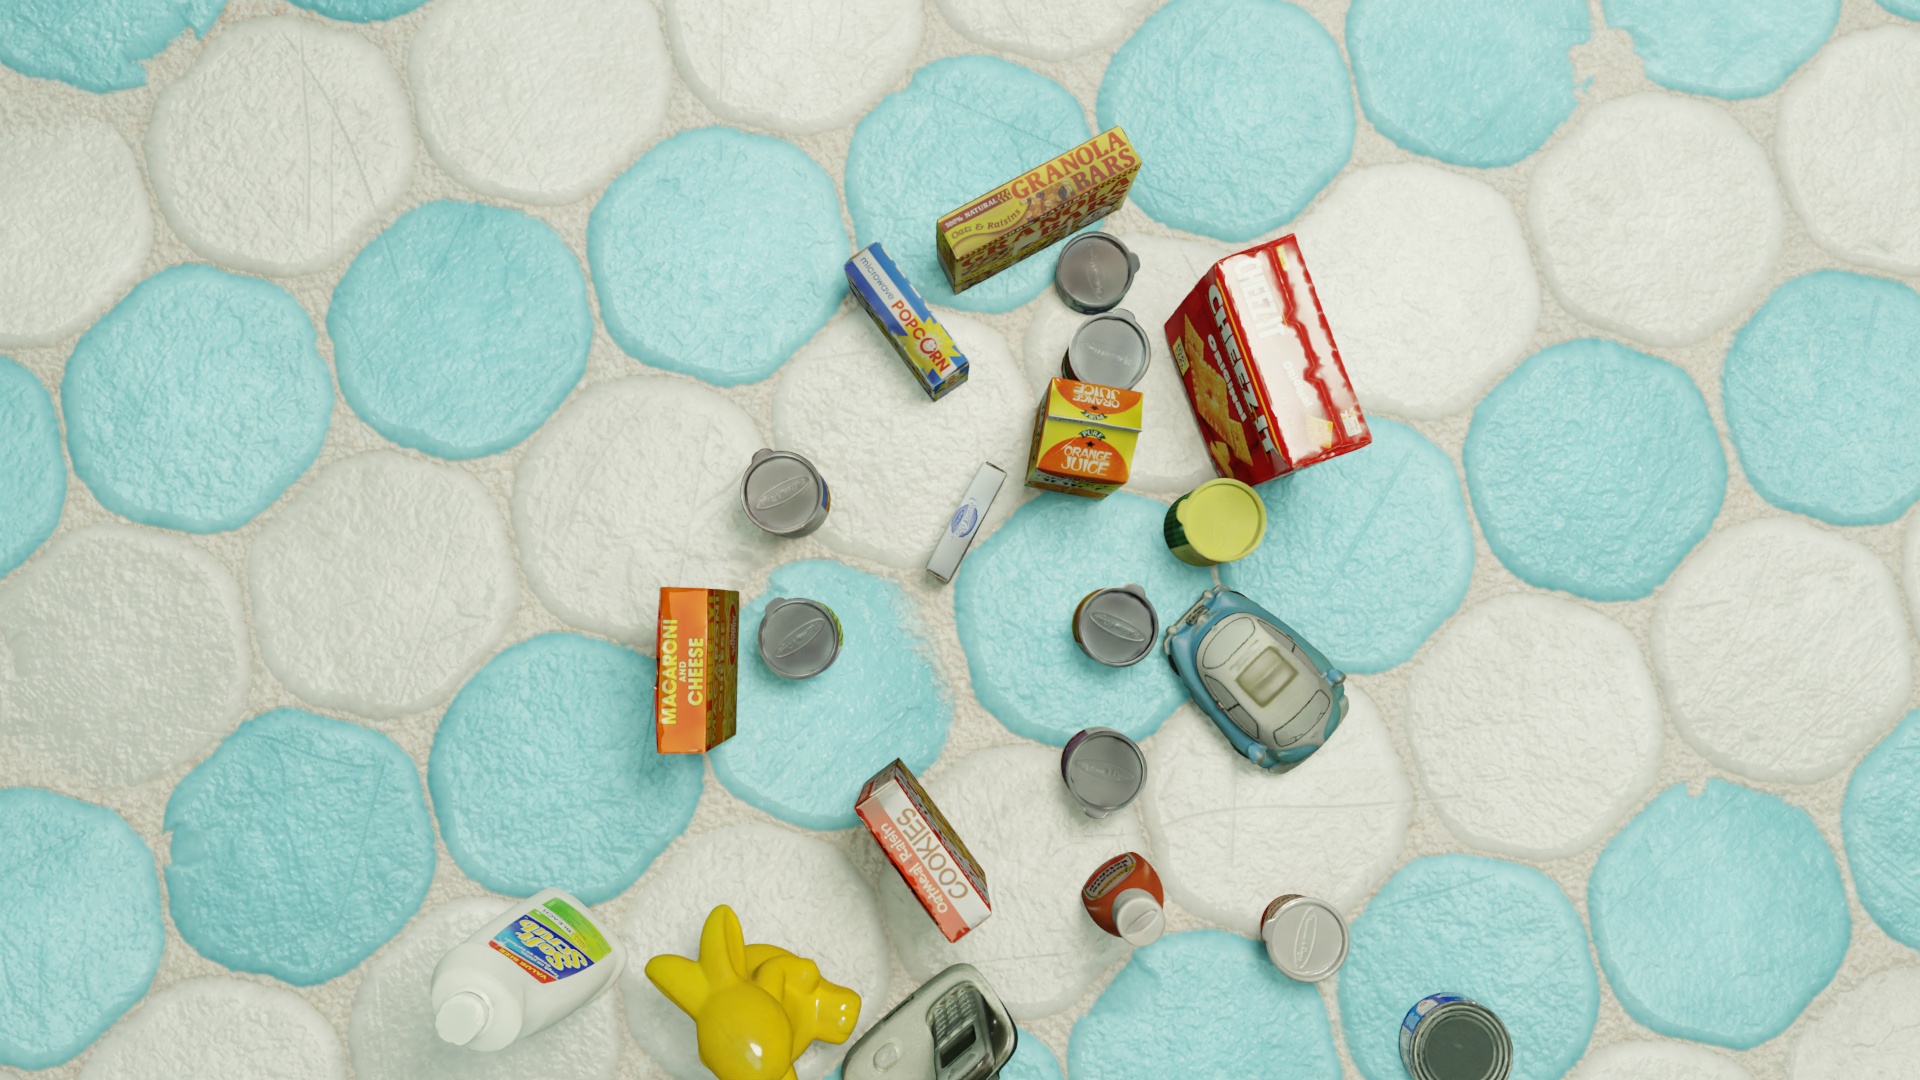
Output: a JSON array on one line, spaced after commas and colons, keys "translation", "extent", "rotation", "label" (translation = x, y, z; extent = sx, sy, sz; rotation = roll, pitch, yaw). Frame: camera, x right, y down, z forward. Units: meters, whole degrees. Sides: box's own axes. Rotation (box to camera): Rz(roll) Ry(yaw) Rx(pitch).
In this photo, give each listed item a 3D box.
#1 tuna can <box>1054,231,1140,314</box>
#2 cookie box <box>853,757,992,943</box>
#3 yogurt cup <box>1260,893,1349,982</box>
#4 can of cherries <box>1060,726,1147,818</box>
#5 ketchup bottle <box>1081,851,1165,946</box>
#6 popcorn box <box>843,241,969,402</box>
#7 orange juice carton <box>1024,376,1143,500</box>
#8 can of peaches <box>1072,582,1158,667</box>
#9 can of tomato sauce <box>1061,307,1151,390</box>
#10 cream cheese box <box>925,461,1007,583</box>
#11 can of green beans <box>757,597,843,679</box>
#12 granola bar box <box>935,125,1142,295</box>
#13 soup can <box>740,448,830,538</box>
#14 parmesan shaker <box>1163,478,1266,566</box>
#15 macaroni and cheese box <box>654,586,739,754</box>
[{"translation": [0.116, -0.228, 1.187], "extent": [0.071, 0.033, 0.071], "rotation": [0, 86, -1], "label": "tuna can"}, {"translation": [-0.029, 0.237, 1.085], "extent": [0.040, 0.167, 0.123], "rotation": [-37, 88, -3], "label": "cookie box"}, {"translation": [0.280, 0.323, 1.143], "extent": [0.072, 0.054, 0.072], "rotation": [0, 86, -1], "label": "yogurt cup"}, {"translation": [0.116, 0.190, 1.146], "extent": [0.071, 0.058, 0.071], "rotation": [0, 86, -1], "label": "can of cherries"}, {"translation": [0.133, 0.285, 1.095], "extent": [0.065, 0.148, 0.043], "rotation": [-38, 88, -3], "label": "ketchup bottle"}, {"translation": [-0.044, -0.180, 1.154], "extent": [0.038, 0.085, 0.126], "rotation": [-37, 88, -3], "label": "popcorn box"}, {"translation": [0.096, -0.080, 1.096], "extent": [0.072, 0.192, 0.073], "rotation": [10, 87, 0], "label": "orange juice carton"}, {"translation": [0.129, 0.069, 1.154], "extent": [0.071, 0.058, 0.071], "rotation": [0, 86, -1], "label": "can of peaches"}, {"translation": [0.120, -0.151, 1.156], "extent": [0.071, 0.083, 0.071], "rotation": [0, 87, -1], "label": "can of tomato sauce"}, {"translation": [0.004, -0.015, 1.160], "extent": [0.024, 0.053, 0.104], "rotation": [28, 86, 1], "label": "cream cheese box"}, {"translation": [-0.131, 0.081, 1.148], "extent": [0.071, 0.058, 0.071], "rotation": [0, 86, -1], "label": "can of green beans"}, {"translation": [0.060, -0.270, 1.142], "extent": [0.166, 0.124, 0.039], "rotation": [-28, 88, -3], "label": "granola bar box"}, {"translation": [-0.143, -0.039, 1.143], "extent": [0.071, 0.083, 0.071], "rotation": [0, 87, -1], "label": "soup can"}, {"translation": [0.204, -0.014, 1.139], "extent": [0.071, 0.103, 0.071], "rotation": [0, 87, -1], "label": "parmesan shaker"}, {"translation": [-0.205, 0.099, 1.091], "extent": [0.040, 0.166, 0.123], "rotation": [0, 87, -1], "label": "macaroni and cheese box"}]
